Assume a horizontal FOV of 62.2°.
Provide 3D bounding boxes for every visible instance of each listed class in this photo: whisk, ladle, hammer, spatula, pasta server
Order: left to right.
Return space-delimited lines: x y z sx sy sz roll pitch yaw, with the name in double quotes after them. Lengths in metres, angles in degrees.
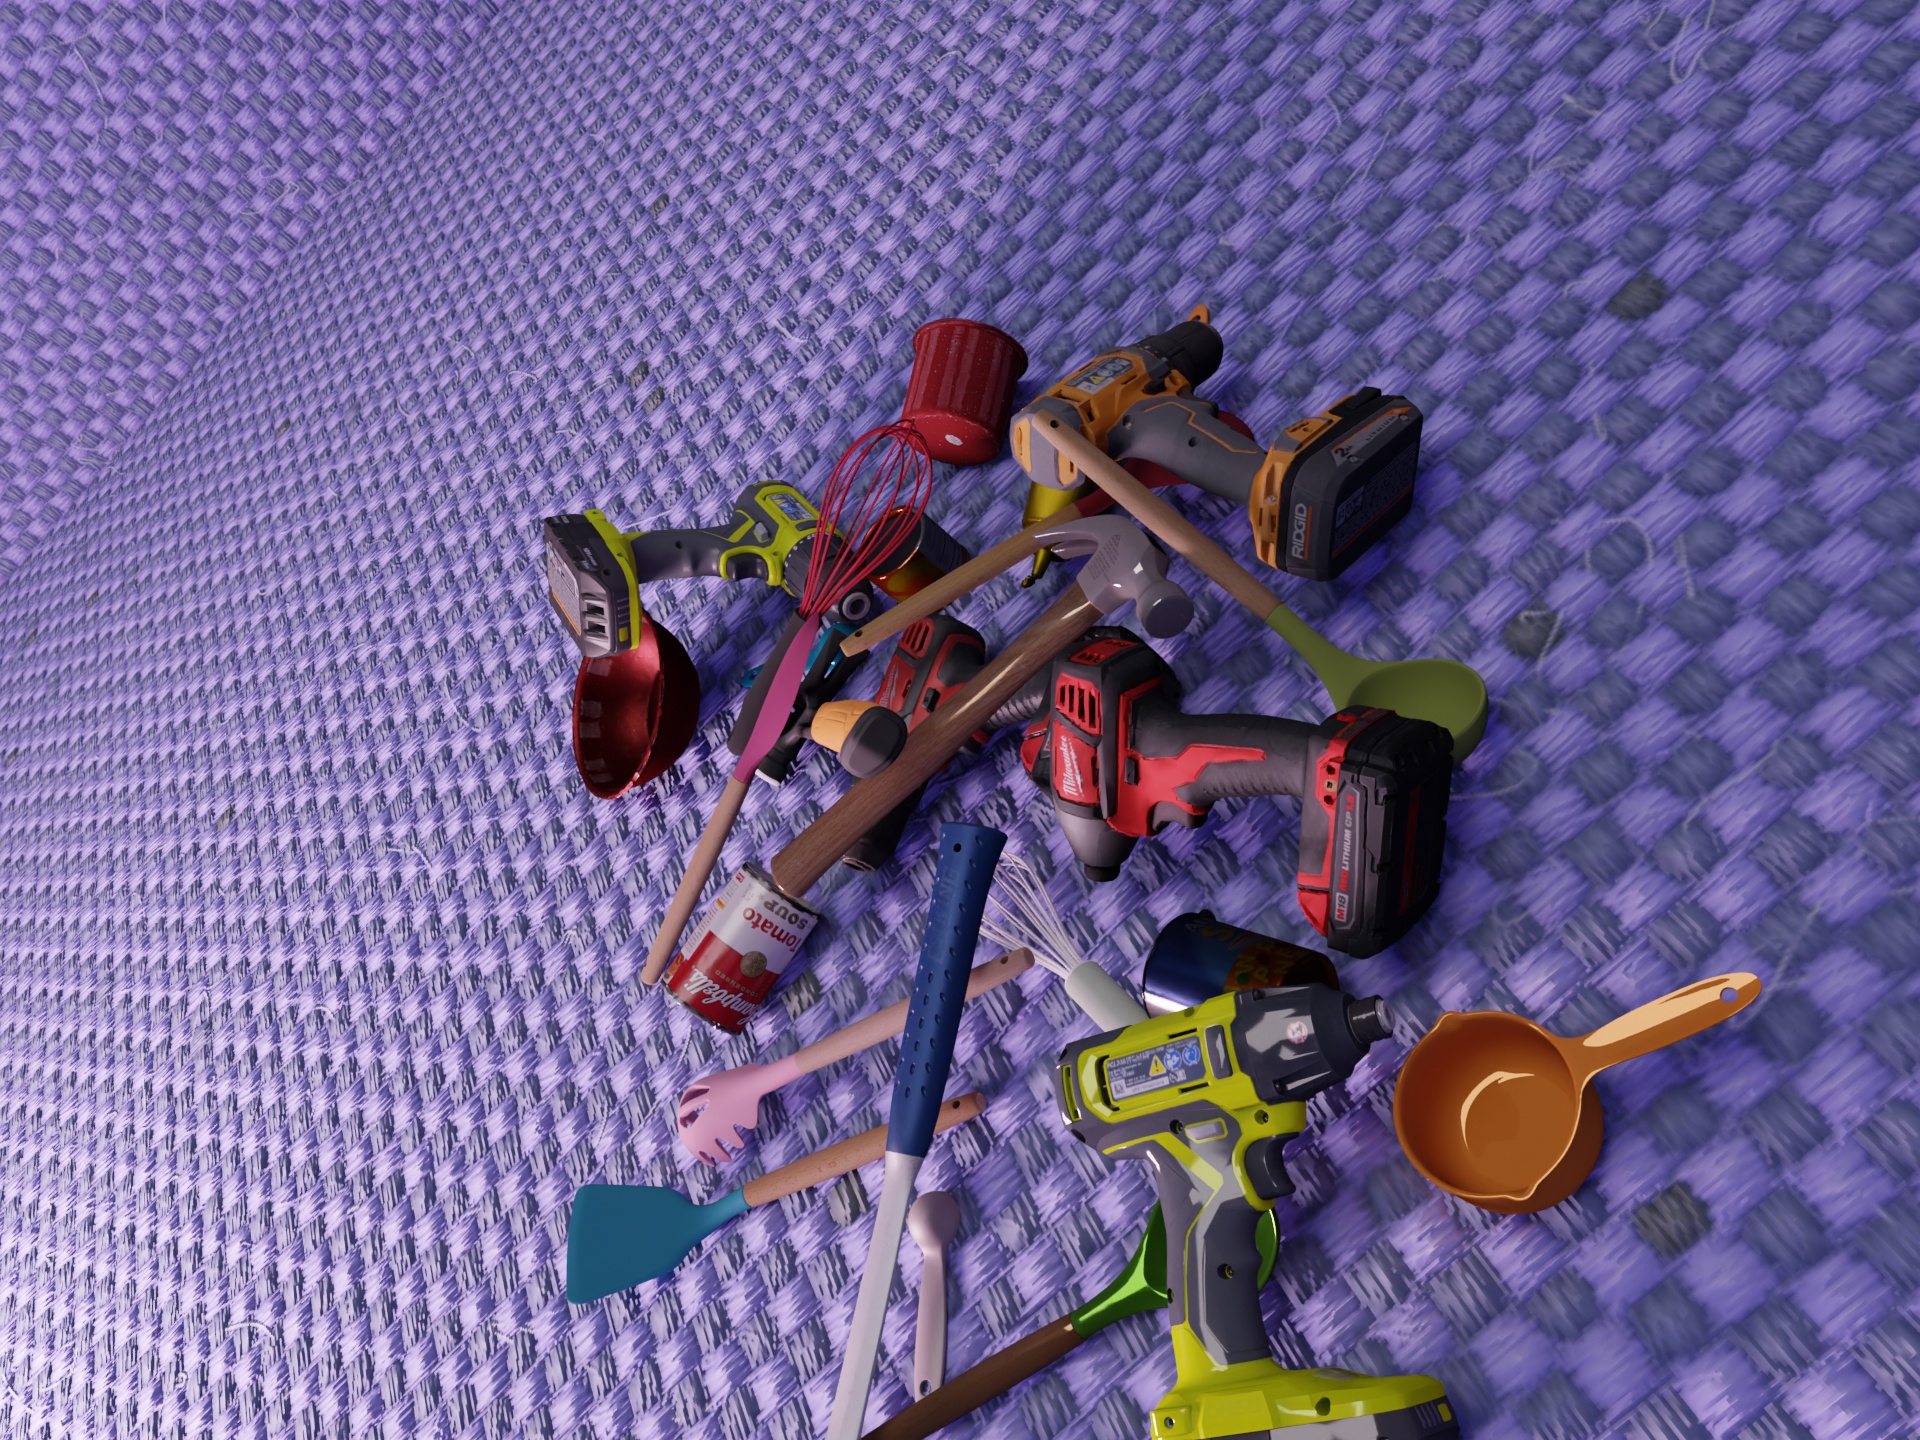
-0.121 0.292 1.009 0.317 0.044 0.082 -28 44 23 "spatula"
-0.101 -0.092 1.160 0.295 0.073 0.073 -59 39 23 "whisk"
-0.080 -0.003 1.061 0.127 0.034 0.337 -57 13 -6 "hammer"
-0.075 0.210 1.009 0.316 0.040 0.060 -30 47 29 "pasta server"
-0.039 0.257 0.904 0.144 0.035 0.406 0 71 39 "hammer"
-0.002 -0.003 1.000 0.331 0.031 0.130 -42 39 18 "hammer"
0.057 -0.127 1.070 0.315 0.031 0.069 -31 50 -2 "ladle"
0.067 0.148 0.941 0.058 0.059 0.247 -22 41 -25 "whisk"
0.160 -0.084 0.900 0.078 0.062 0.320 -42 73 -18 "ladle"

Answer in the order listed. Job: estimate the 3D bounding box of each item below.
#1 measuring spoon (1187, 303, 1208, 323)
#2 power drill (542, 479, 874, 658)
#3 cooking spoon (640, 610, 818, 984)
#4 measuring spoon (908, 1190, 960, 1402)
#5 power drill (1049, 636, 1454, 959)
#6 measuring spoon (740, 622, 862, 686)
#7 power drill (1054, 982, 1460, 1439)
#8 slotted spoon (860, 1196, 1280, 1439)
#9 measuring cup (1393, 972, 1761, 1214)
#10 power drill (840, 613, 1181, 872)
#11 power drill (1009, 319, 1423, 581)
0.160 -0.255 1.148 0.021 0.011 0.117 -3 62 40 "measuring spoon"
-0.193 -0.117 1.242 0.191 0.228 0.080 47 141 48 "power drill"
-0.167 0.062 1.143 0.318 0.017 0.069 -63 17 20 "cooking spoon"
-0.020 0.331 0.912 0.034 0.018 0.124 -19 54 31 "measuring spoon"
0.144 0.043 0.862 0.220 0.078 0.143 16 117 36 "power drill"
-0.131 -0.050 1.261 0.128 0.021 0.042 -16 53 32 "measuring spoon"
0.143 0.241 0.745 0.171 0.080 0.223 -23 64 30 "power drill"
0.042 0.332 0.847 0.313 0.031 0.070 -38 62 17 "slotted spoon"
0.287 0.165 0.729 0.173 0.052 0.095 -31 46 20 "measuring cup"
0.017 0.019 1.048 0.227 0.080 0.188 4 66 46 "power drill"
0.171 -0.183 0.994 0.226 0.084 0.185 25 47 32 "power drill"
